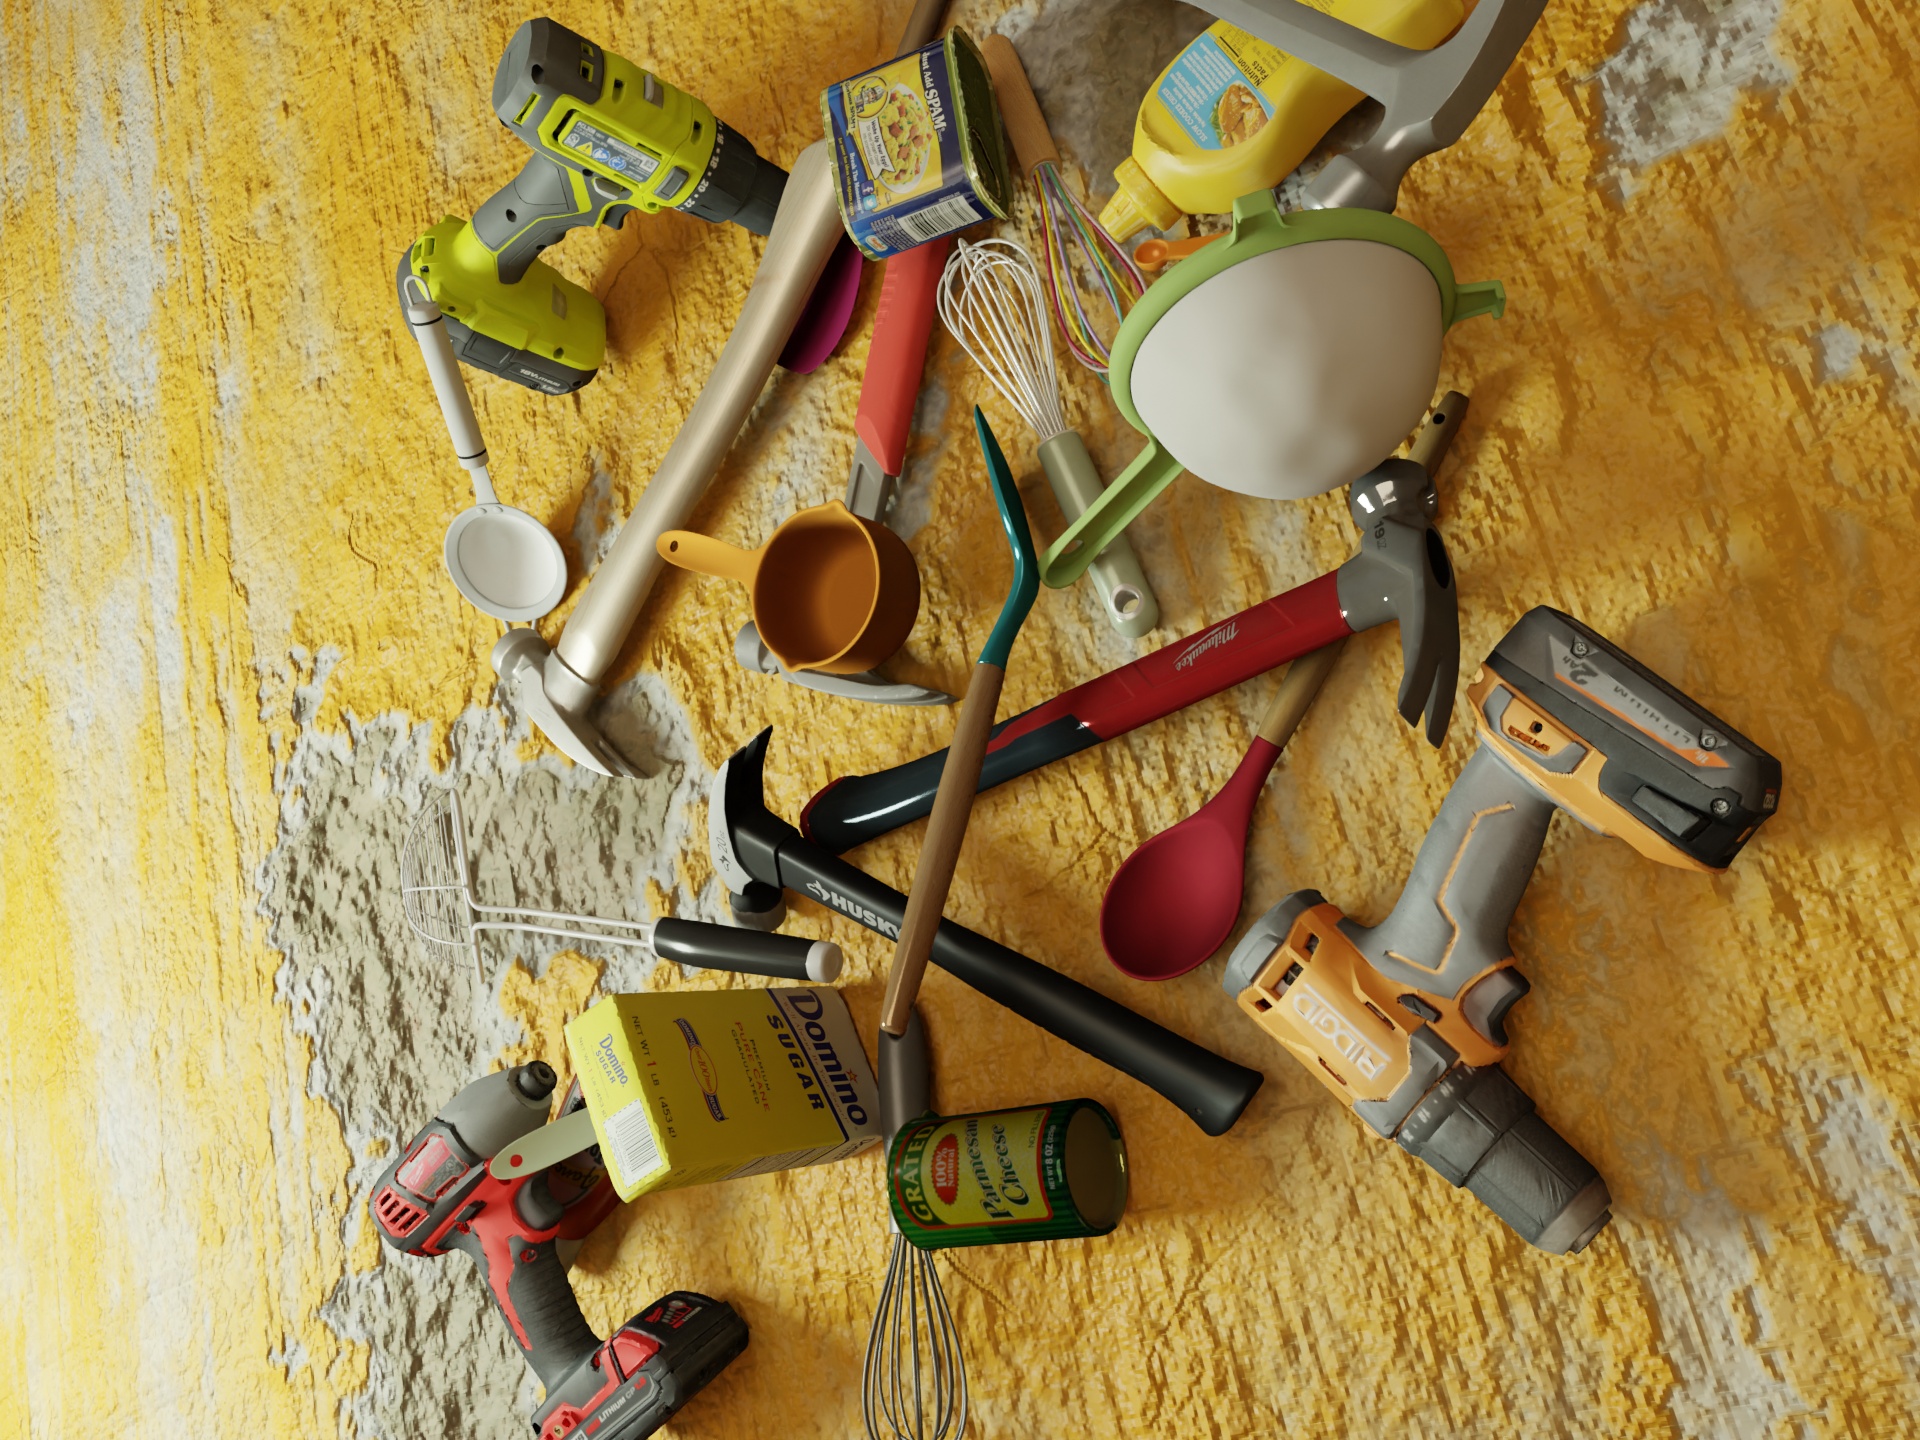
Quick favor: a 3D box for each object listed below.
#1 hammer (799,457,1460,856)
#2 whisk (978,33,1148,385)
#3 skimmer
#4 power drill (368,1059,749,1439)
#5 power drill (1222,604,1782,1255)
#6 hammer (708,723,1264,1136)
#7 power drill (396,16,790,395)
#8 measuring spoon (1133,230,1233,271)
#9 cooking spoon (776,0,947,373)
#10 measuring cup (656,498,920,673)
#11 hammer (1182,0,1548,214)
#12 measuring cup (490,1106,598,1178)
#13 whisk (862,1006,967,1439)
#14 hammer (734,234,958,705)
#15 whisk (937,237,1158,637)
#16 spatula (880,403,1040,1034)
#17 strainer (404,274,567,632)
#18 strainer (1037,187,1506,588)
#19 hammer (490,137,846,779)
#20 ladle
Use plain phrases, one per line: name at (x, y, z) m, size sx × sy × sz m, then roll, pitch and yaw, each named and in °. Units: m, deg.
hammer at (0.060, 0.010, 0.779) m, size 0.386 × 0.038 × 0.143 m, roll -25°, pitch 42°, yaw 36°
whisk at (0.055, -0.282, 0.867) m, size 0.047 × 0.051 × 0.245 m, roll -15°, pitch 66°, yaw -5°
skimmer at (-0.209, 0.114, 0.962) m, size 0.363 × 0.090 × 0.127 m, roll 3°, pitch 104°, yaw 30°
power drill at (-0.231, 0.307, 0.909) m, size 0.143 × 0.078 × 0.220 m, roll -46°, pitch 77°, yaw 17°
power drill at (0.239, 0.090, 0.661) m, size 0.185 × 0.084 × 0.226 m, roll 44°, pitch 111°, yaw 28°
hammer at (0.001, 0.115, 0.812) m, size 0.335 × 0.035 × 0.146 m, roll 24°, pitch 138°, yaw 28°
power drill at (-0.228, -0.305, 0.988) m, size 0.228 × 0.190 × 0.080 m, roll -34°, pitch 51°, yaw 39°
measuring spoon at (0.145, -0.237, 0.801) m, size 0.117 × 0.011 × 0.021 m, roll 0°, pitch 56°, yaw 20°
cooking spoon at (-0.044, -0.361, 0.955) m, size 0.069 × 0.017 × 0.319 m, roll 28°, pitch 99°, yaw 34°
measuring cup at (-0.096, -0.079, 0.887) m, size 0.174 × 0.052 × 0.095 m, roll 18°, pitch 94°, yaw 36°
hammer at (0.117, -0.364, 0.772) m, size 0.144 × 0.035 × 0.406 m, roll -49°, pitch 45°, yaw 12°
measuring cup at (-0.181, 0.219, 0.894) m, size 0.167 × 0.038 × 0.083 m, roll -22°, pitch 72°, yaw -15°
whisk at (-0.029, 0.267, 0.836) m, size 0.055 × 0.055 × 0.239 m, roll -13°, pitch 71°, yaw 32°
hammer at (-0.033, -0.190, 0.911) m, size 0.149 × 0.036 × 0.359 m, roll 12°, pitch 90°, yaw 35°
whisk at (0.049, -0.153, 0.844) m, size 0.058 × 0.059 × 0.246 m, roll -26°, pitch 75°, yaw 13°
spatula at (-0.001, -0.003, 0.787) m, size 0.044 × 0.082 × 0.318 m, roll 8°, pitch 70°, yaw 20°
strainer at (-0.311, -0.165, 1.032) m, size 0.087 × 0.050 × 0.258 m, roll -1°, pitch 126°, yaw 11°
strainer at (0.115, -0.114, 0.711) m, size 0.256 × 0.151 × 0.069 m, roll -43°, pitch 49°, yaw 45°
hammer at (-0.158, -0.159, 0.980) m, size 0.146 × 0.038 × 0.410 m, roll 41°, pitch 109°, yaw 30°
ladle at (0.159, -0.014, 0.760) m, size 0.069 × 0.031 × 0.315 m, roll 34°, pitch 100°, yaw 36°
